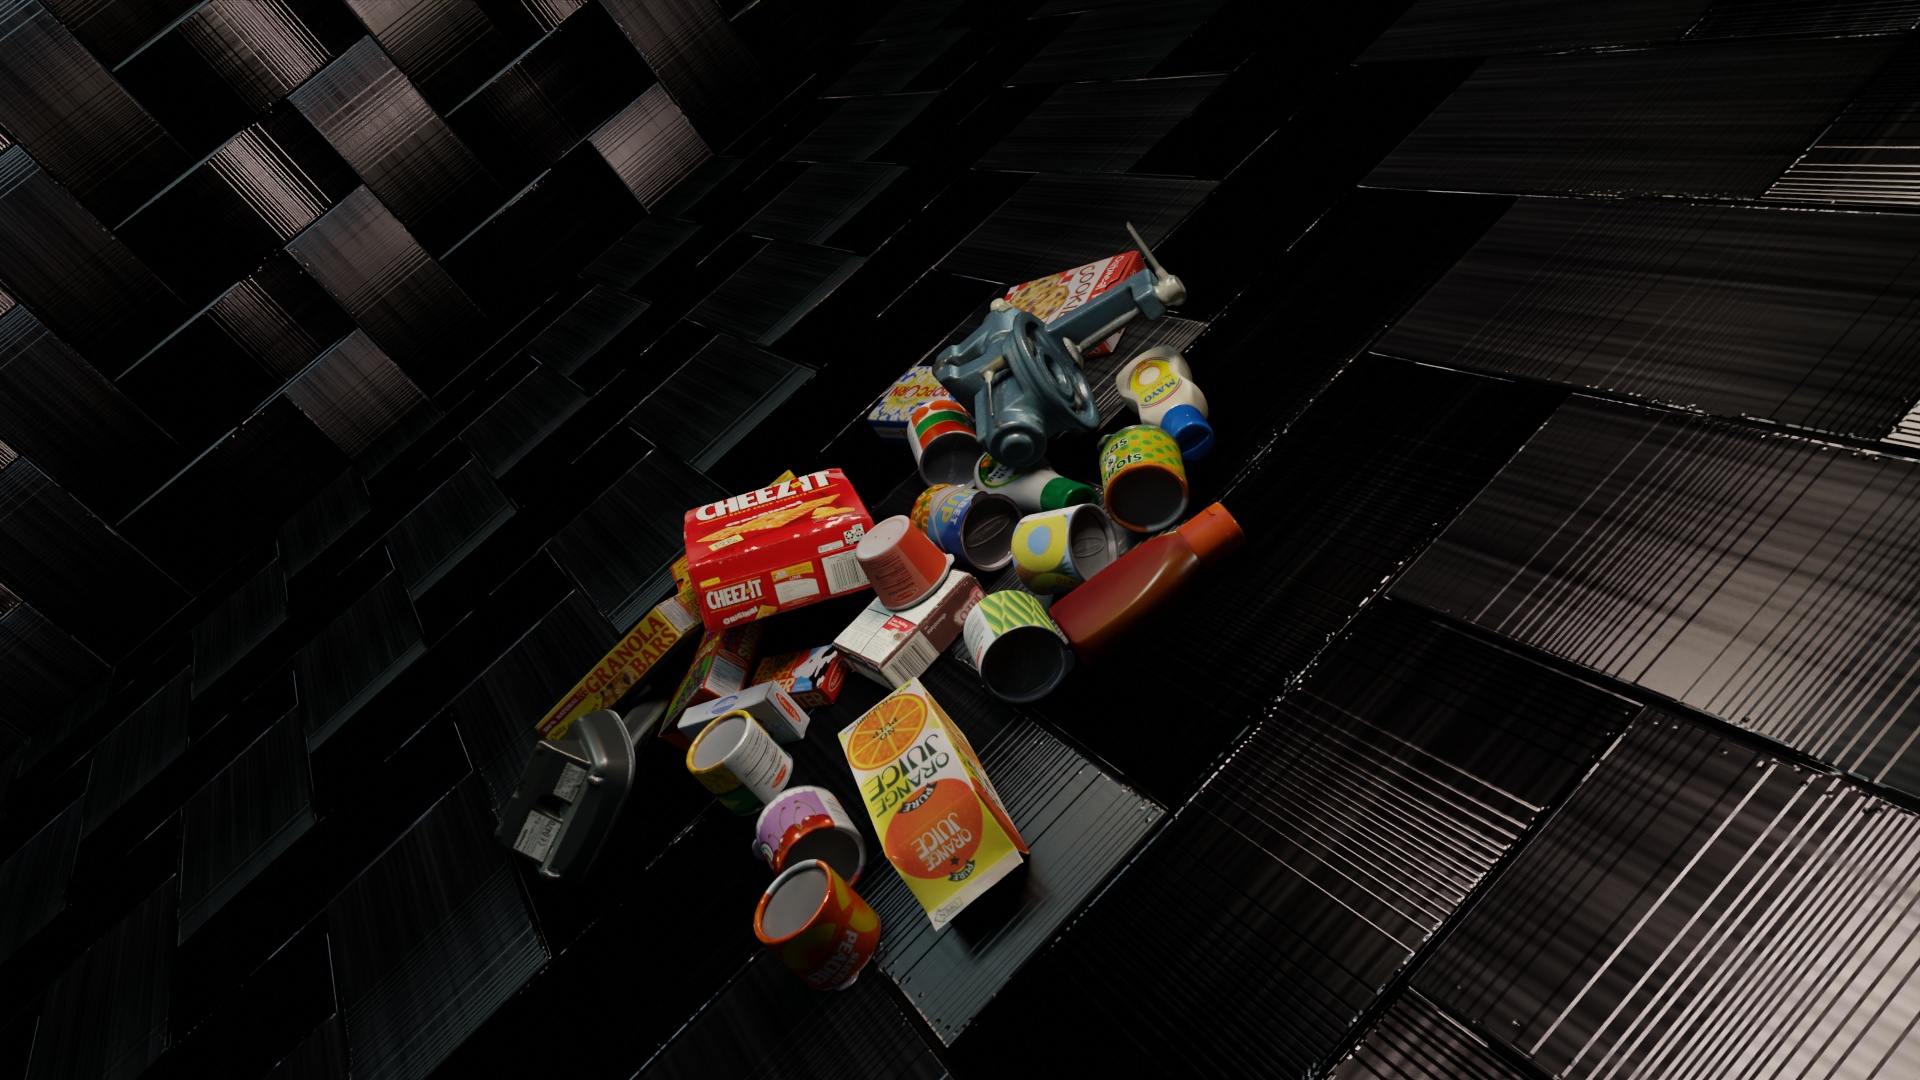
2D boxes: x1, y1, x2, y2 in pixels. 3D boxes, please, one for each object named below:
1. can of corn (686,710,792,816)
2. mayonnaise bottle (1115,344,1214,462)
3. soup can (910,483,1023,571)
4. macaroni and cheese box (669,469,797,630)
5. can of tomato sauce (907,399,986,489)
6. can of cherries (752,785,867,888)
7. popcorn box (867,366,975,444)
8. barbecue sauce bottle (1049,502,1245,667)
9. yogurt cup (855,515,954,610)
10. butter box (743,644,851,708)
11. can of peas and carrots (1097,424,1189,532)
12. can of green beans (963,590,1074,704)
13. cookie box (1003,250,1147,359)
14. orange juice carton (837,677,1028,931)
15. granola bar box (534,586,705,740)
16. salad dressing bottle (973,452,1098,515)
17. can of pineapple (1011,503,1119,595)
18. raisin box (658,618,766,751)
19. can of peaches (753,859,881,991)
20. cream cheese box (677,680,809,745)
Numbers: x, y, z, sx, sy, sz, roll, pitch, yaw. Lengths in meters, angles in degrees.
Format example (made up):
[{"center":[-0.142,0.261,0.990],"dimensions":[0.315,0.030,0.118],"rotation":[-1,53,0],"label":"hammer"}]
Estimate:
[{"center":[-0.183,0.182,1.136],"dimensions":[0.071,0.058,0.071],"rotation":[-27,30,18],"label":"can of corn"},{"center":[0.178,-0.115,1.179],"dimensions":[0.064,0.041,0.149],"rotation":[-34,29,11],"label":"mayonnaise bottle"},{"center":[0.004,-0.015,1.198],"dimensions":[0.071,0.071,0.084],"rotation":[-48,30,-18],"label":"soup can"},{"center":[-0.219,0.009,1.441],"dimensions":[0.166,0.040,0.124],"rotation":[-39,28,-3],"label":"macaroni and cheese box"},{"center":[-0.011,-0.090,1.329],"dimensions":[0.071,0.071,0.083],"rotation":[-34,29,7],"label":"can of tomato sauce"},{"center":[-0.109,0.220,0.993],"dimensions":[0.071,0.071,0.058],"rotation":[-41,30,-6],"label":"can of cherries"},{"center":[-0.030,-0.141,1.449],"dimensions":[0.085,0.038,0.126],"rotation":[-49,31,-22],"label":"popcorn box"},{"center":[0.138,0.029,1.016],"dimensions":[0.148,0.043,0.065],"rotation":[-36,29,2],"label":"barbecue sauce bottle"},{"center":[-0.051,0.016,1.153],"dimensions":[0.072,0.053,0.073],"rotation":[-28,27,16],"label":"yogurt cup"},{"center":[-0.143,0.122,1.213],"dimensions":[0.103,0.024,0.053],"rotation":[-14,37,36],"label":"butter box"},{"center":[0.143,-0.050,1.095],"dimensions":[0.071,0.070,0.059],"rotation":[-27,31,19],"label":"can of peas and carrots"},{"center":[0.040,0.078,1.031],"dimensions":[0.071,0.071,0.058],"rotation":[-36,28,4],"label":"can of green beans"},{"center":[0.101,-0.229,1.427],"dimensions":[0.167,0.040,0.123],"rotation":[-9,40,41],"label":"cookie box"},{"center":[-0.016,0.181,0.939],"dimensions":[0.072,0.073,0.193],"rotation":[-37,29,1],"label":"orange juice carton"},{"center":[-0.309,0.120,1.309],"dimensions":[0.165,0.039,0.124],"rotation":[-44,1,10],"label":"granola bar box"},{"center":[0.065,-0.045,1.201],"dimensions":[0.064,0.044,0.148],"rotation":[-39,29,-14],"label":"salad dressing bottle"},{"center":[0.082,0.010,1.085],"dimensions":[0.057,0.071,0.071],"rotation":[-11,39,40],"label":"can of pineapple"},{"center":[-0.224,0.120,1.262],"dimensions":[0.085,0.040,0.124],"rotation":[-47,20,36],"label":"raisin box"},{"center":[-0.096,0.259,0.931],"dimensions":[0.071,0.058,0.071],"rotation":[-28,30,18],"label":"can of peaches"},{"center":[-0.185,0.156,1.181],"dimensions":[0.103,0.053,0.024],"rotation":[-20,32,29],"label":"cream cheese box"}]
